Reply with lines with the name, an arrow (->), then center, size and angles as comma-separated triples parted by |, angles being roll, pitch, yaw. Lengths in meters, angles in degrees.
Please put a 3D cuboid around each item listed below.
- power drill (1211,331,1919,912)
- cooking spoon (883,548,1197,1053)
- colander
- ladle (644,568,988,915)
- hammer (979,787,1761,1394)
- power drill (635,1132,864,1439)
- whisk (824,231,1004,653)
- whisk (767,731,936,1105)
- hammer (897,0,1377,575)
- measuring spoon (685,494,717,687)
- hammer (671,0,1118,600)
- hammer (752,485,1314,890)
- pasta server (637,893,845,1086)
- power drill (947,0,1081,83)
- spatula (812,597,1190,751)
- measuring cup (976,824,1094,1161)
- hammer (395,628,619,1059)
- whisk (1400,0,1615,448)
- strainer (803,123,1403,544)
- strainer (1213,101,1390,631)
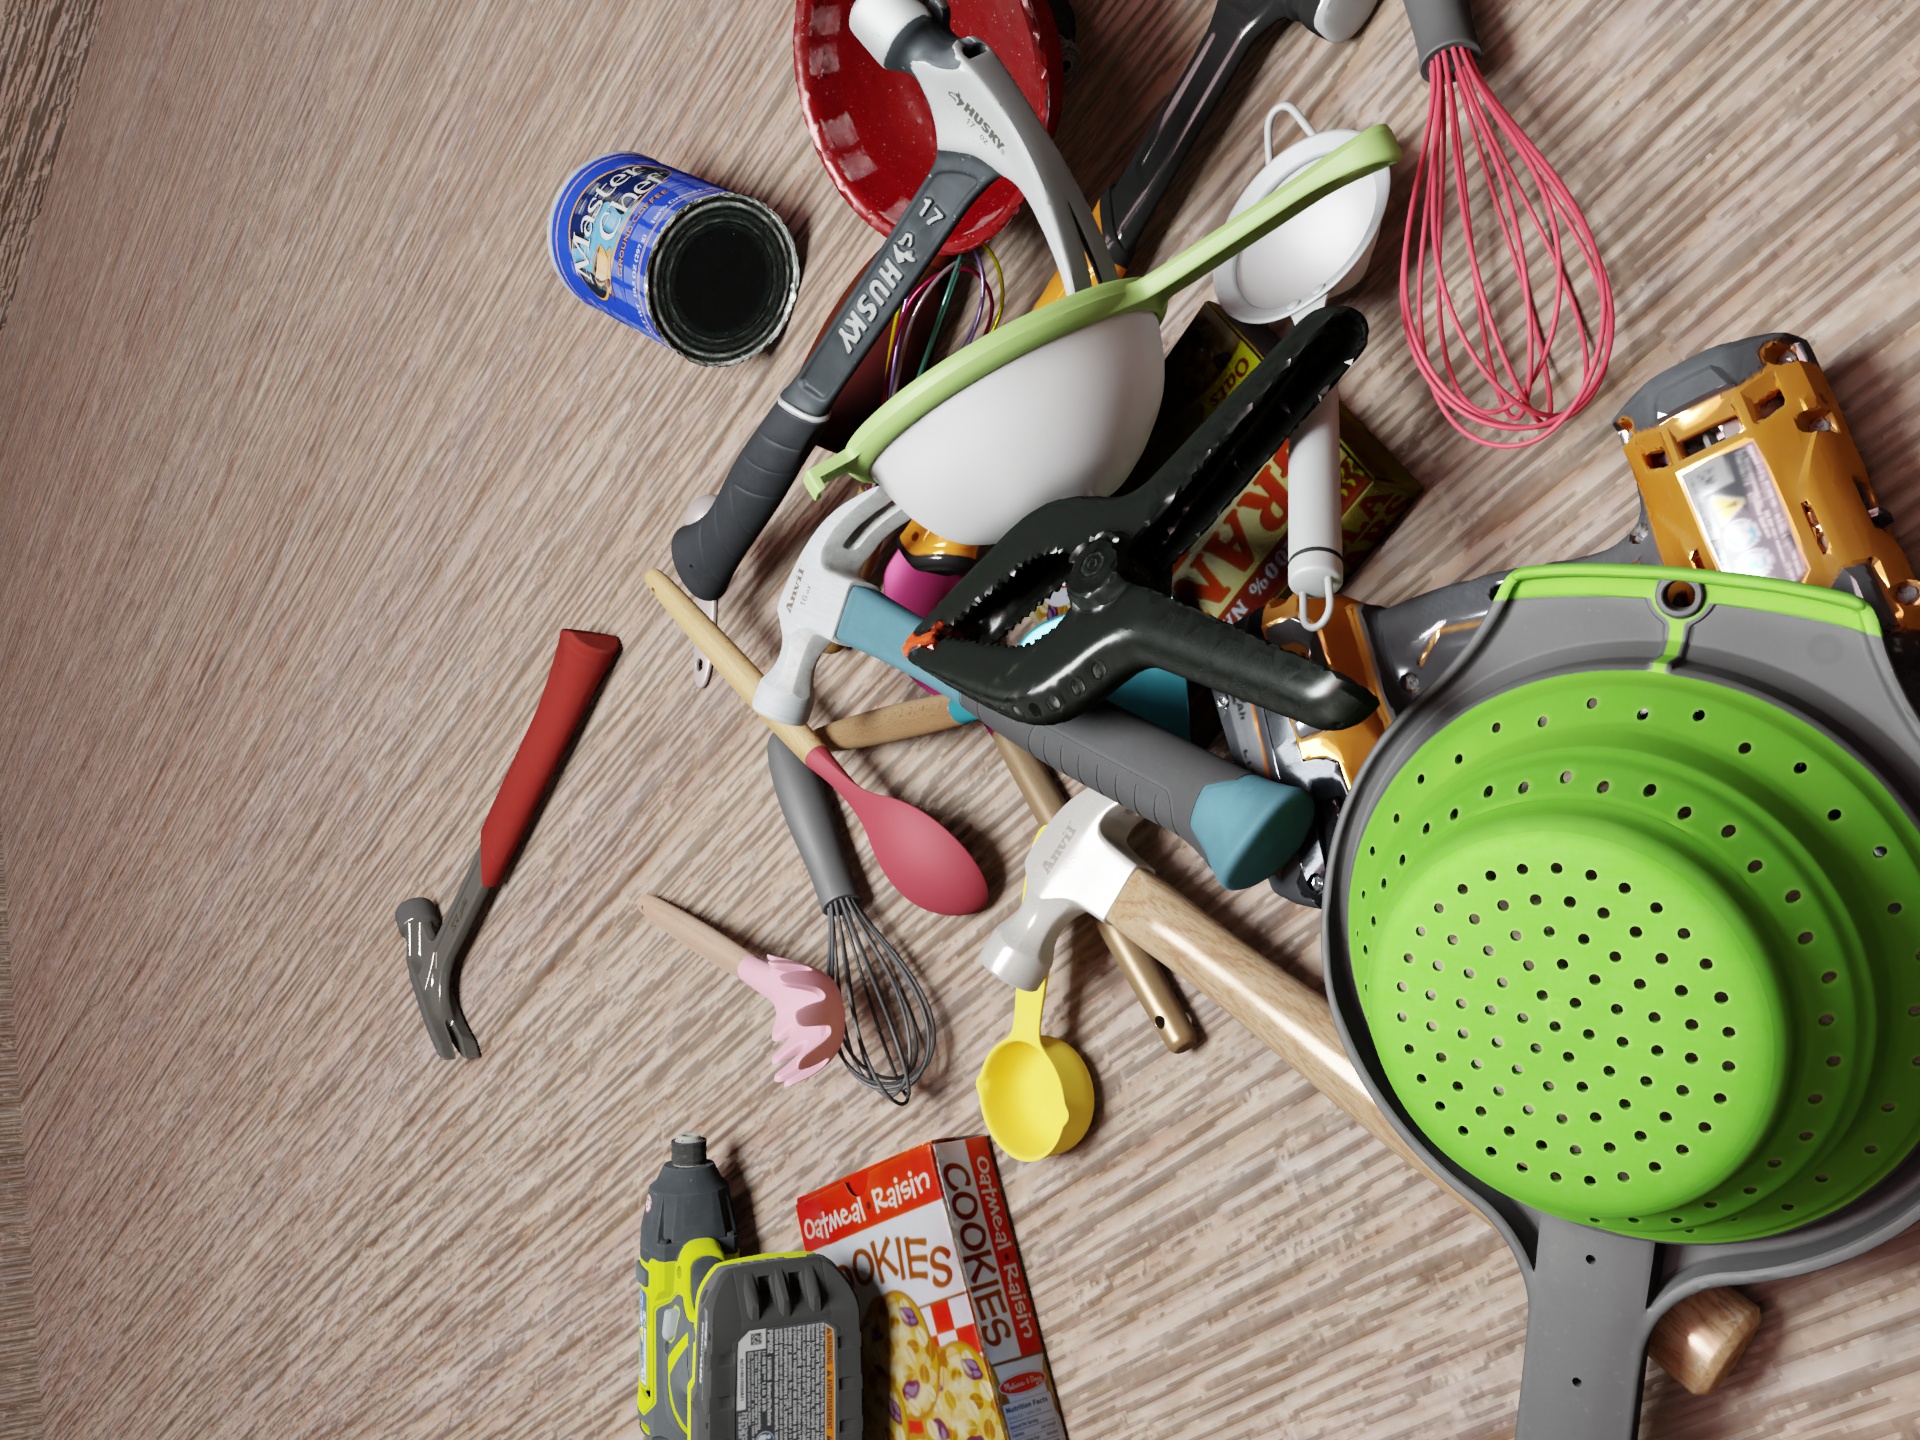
power drill -> 0.209, 0.002, 0.541 | 0.226, 0.084, 0.185 | -28, 67, 38
cooking spoon -> 0.033, 0.024, 0.776 | 0.068, 0.017, 0.319 | -50, 52, 29
colander -> 0.182, 0.155, 0.472 | 0.205, 0.094, 0.397 | 10, 103, 35
ladle -> -0.092, 0.003, 0.872 | 0.316, 0.031, 0.069 | 44, 150, 34
hammer -> 0.146, 0.126, 0.613 | 0.332, 0.031, 0.130 | 36, 100, 39
power drill -> -0.125, 0.323, 0.845 | 0.223, 0.080, 0.171 | 174, 96, -66
whisk -> -0.033, -0.137, 0.837 | 0.051, 0.047, 0.244 | -100, 28, -56
whisk -> -0.067, 0.098, 0.861 | 0.055, 0.055, 0.239 | -49, 49, 33
hammer -> 0.057, -0.216, 0.753 | 0.127, 0.034, 0.336 | 51, 120, 37
measuring spoon -> -0.166, -0.083, 1.010 | 0.034, 0.018, 0.124 | 0, 87, 48
hammer -> -0.065, -0.162, 0.784 | 0.149, 0.036, 0.409 | 50, 145, 1
hammer -> 0.016, -0.011, 0.672 | 0.331, 0.033, 0.128 | 30, 105, 48
pasta server -> -0.135, 0.134, 0.894 | 0.316, 0.040, 0.060 | 11, 105, 61
power drill -> 0.049, -0.425, 0.761 | 0.164, 0.084, 0.226 | 56, 130, 34
spatula -> -0.001, -0.002, 0.778 | 0.317, 0.044, 0.082 | -11, 85, 61
measuring cup -> 0.042, 0.127, 0.746 | 0.062, 0.029, 0.156 | 6, 91, 48
hammer -> -0.330, 0.082, 1.163 | 0.359, 0.036, 0.149 | -57, 49, 28
whisk -> 0.190, -0.234, 0.602 | 0.073, 0.073, 0.296 | -26, 61, 44
strainer -> 0.070, -0.136, 0.632 | 0.256, 0.151, 0.069 | -27, 89, 35
strainer -> 0.136, -0.140, 0.615 | 0.087, 0.050, 0.259 | -25, 46, 41
